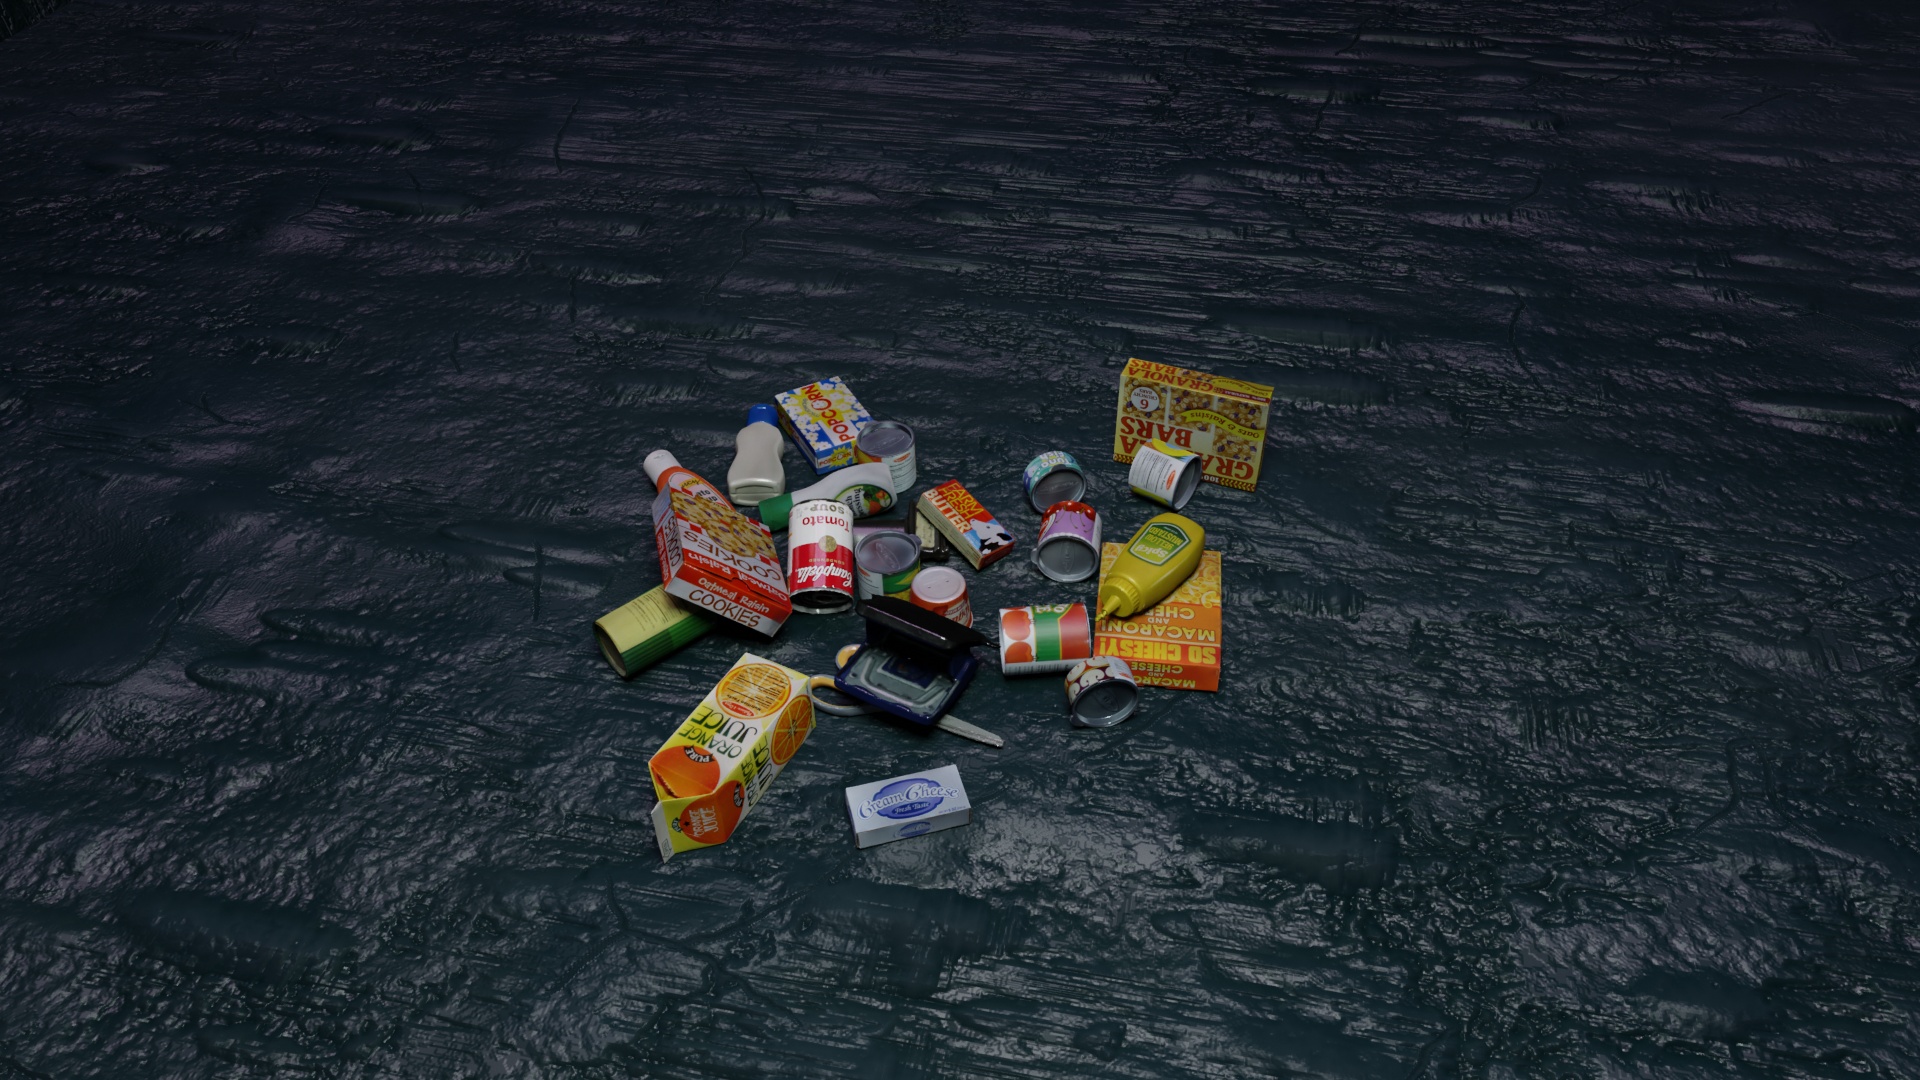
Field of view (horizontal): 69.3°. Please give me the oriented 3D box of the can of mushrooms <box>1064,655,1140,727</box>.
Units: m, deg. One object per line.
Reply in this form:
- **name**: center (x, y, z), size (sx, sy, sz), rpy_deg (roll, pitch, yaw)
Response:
- **can of mushrooms**: center (0.130, 0.142, 1.301), size (0.071, 0.070, 0.033), rpy_deg (-9, 43, -8)

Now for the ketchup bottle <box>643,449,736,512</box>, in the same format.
- **ketchup bottle**: center (-0.303, -0.047, 1.535), size (0.065, 0.043, 0.149), rpy_deg (-24, 46, -25)

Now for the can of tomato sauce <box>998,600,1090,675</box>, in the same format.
- **can of tomato sauce**: center (0.081, 0.094, 1.352), size (0.083, 0.070, 0.071), rpy_deg (-4, 42, -3)

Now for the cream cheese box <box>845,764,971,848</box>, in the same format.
- **cream cheese box**: center (-0.047, 0.235, 1.230), size (0.104, 0.024, 0.053), rpy_deg (-11, 42, -11)

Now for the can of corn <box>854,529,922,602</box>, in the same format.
- **can of corn**: center (-0.072, 0.031, 1.432), size (0.071, 0.058, 0.071), rpy_deg (-1, 42, 1)

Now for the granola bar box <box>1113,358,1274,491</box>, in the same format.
- **granola bar box**: center (0.260, -0.129, 1.556), size (0.165, 0.123, 0.039), rpy_deg (14, 44, 16)

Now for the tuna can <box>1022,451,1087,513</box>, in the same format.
- **tuna can**: center (0.103, -0.065, 1.528), size (0.071, 0.070, 0.033), rpy_deg (-12, 42, -12)

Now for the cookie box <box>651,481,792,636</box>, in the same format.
- **cookie box**: center (-0.242, 0.016, 1.396), size (0.123, 0.040, 0.168), rpy_deg (26, 19, -29)

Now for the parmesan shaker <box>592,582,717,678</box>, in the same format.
- **parmesan shaker**: center (-0.304, 0.082, 1.374), size (0.103, 0.071, 0.071), rpy_deg (-31, 50, -28)

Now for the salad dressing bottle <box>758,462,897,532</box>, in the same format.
- **salad dressing bottle**: center (-0.145, -0.044, 1.519), size (0.148, 0.064, 0.044), rpy_deg (-15, 50, -3)

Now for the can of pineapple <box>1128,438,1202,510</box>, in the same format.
- **can of pineapple**: center (0.228, -0.073, 1.540), size (0.058, 0.070, 0.071), rpy_deg (25, 48, 26)

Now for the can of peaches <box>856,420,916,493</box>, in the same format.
- **can of peaches**: center (-0.084, -0.095, 1.573), size (0.071, 0.057, 0.071), rpy_deg (-1, 42, 1)

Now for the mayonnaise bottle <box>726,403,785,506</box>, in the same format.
- **mayonnaise bottle**: center (-0.231, -0.100, 1.595), size (0.065, 0.041, 0.149), rpy_deg (-1, 41, -2)

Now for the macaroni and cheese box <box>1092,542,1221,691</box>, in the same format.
- **macaroni and cheese box**: center (0.198, 0.075, 1.393), size (0.124, 0.040, 0.167), rpy_deg (5, 42, 6)

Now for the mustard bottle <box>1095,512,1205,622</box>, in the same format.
- **mustard bottle**: center (0.181, 0.033, 1.371), size (0.065, 0.048, 0.161), rpy_deg (25, 47, 28)

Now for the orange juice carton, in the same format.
- **orange juice carton**: center (-0.212, 0.196, 1.241), size (0.073, 0.071, 0.194), rpy_deg (19, 45, 21)

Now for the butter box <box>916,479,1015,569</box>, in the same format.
- **butter box**: center (0.005, -0.019, 1.486), size (0.053, 0.024, 0.104), rpy_deg (-26, 62, -41)

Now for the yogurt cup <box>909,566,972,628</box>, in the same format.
- **yogurt cup**: center (-0.022, 0.063, 1.400), size (0.072, 0.053, 0.073), rpy_deg (0, 41, 0)

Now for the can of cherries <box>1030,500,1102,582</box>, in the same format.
- **can of cherries**: center (0.111, 0.000, 1.457), size (0.071, 0.071, 0.059), rpy_deg (5, 42, 7)

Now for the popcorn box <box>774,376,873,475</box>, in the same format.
- **popcorn box**: center (-0.156, -0.136, 1.634), size (0.085, 0.038, 0.127), rpy_deg (-20, 45, -20)
